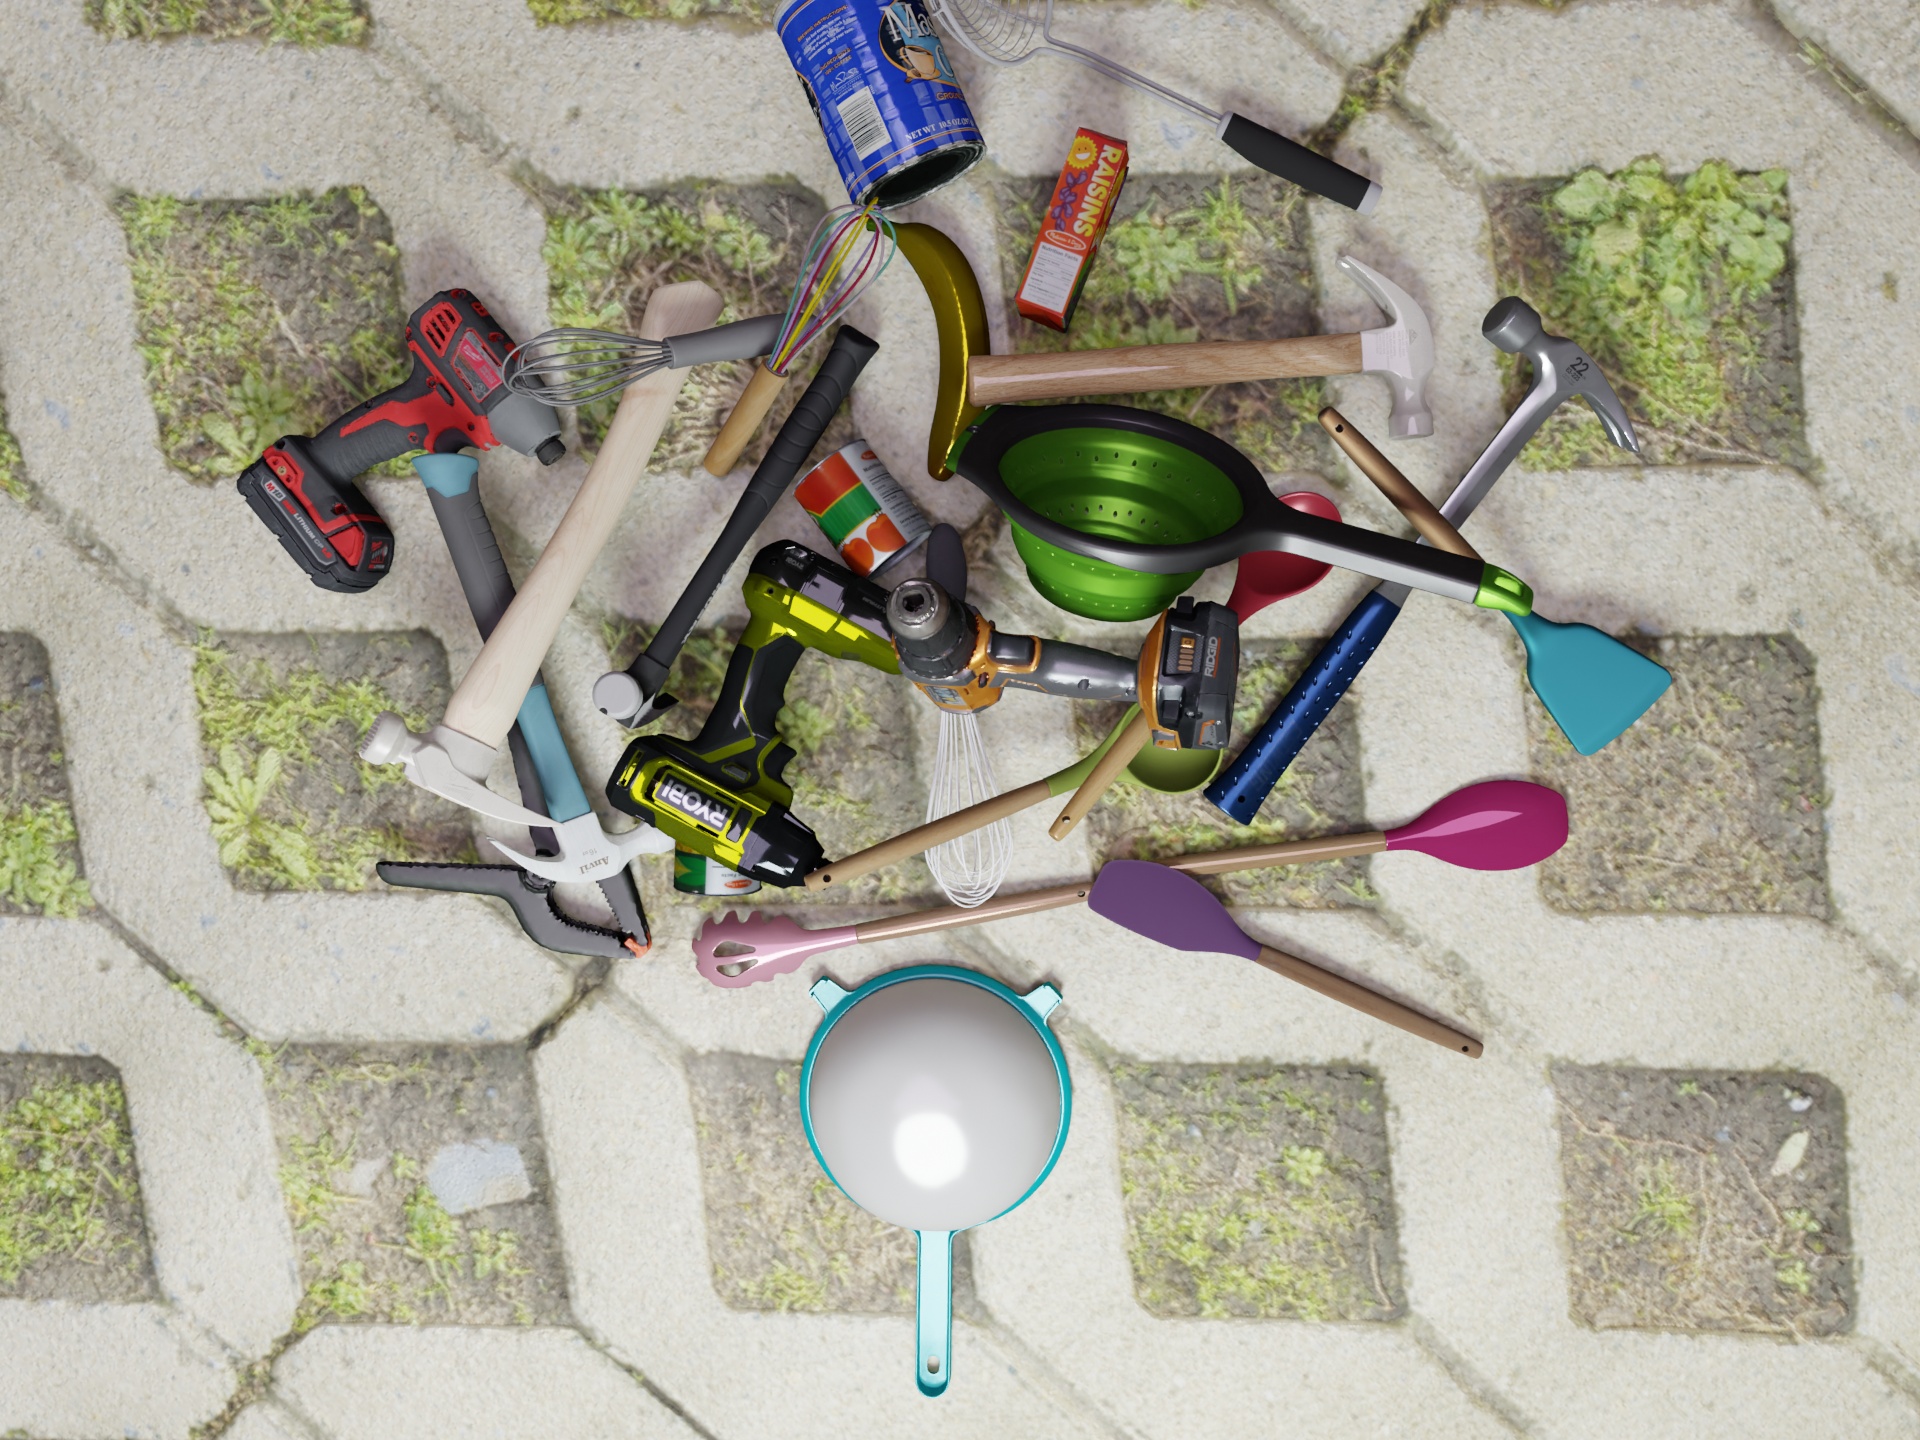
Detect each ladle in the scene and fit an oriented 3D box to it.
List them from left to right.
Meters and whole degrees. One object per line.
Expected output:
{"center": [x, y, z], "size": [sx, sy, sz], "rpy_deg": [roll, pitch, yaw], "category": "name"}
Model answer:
{"center": [0.041, 0.058, 1.127], "size": [0.320, 0.062, 0.078], "rpy_deg": [-21, 94, -15], "category": "ladle"}
{"center": [0.164, -0.037, 1.128], "size": [0.069, 0.031, 0.315], "rpy_deg": [36, 79, 19], "category": "ladle"}

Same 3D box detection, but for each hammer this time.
{"center": [-0.319, -0.036, 1.154], "size": [0.128, 0.033, 0.331], "rpy_deg": [-22, 102, -22], "category": "hammer"}
{"center": [-0.264, -0.126, 1.137], "size": [0.146, 0.038, 0.411], "rpy_deg": [30, 80, -25], "category": "hammer"}
{"center": [-0.156, -0.141, 1.150], "size": [0.035, 0.146, 0.335], "rpy_deg": [32, 86, 0], "category": "hammer"}
{"center": [0.170, -0.255, 1.127], "size": [0.331, 0.031, 0.130], "rpy_deg": [-4, 93, -2], "category": "hammer"}
{"center": [0.317, -0.092, 1.139], "size": [0.144, 0.035, 0.405], "rpy_deg": [33, 101, -17], "category": "hammer"}

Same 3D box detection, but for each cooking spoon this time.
{"center": [0.288, 0.093, 1.179], "size": [0.319, 0.017, 0.068], "rpy_deg": [-8, 98, 5], "category": "cooking spoon"}

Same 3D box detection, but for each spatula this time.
{"center": [0.246, 0.182, 1.186], "size": [0.316, 0.018, 0.059], "rpy_deg": [25, 109, -1], "category": "spatula"}
{"center": [0.359, -0.105, 1.098], "size": [0.317, 0.044, 0.082], "rpy_deg": [40, 104, -16], "category": "spatula"}

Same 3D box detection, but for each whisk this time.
{"center": [-0.204, -0.261, 1.115], "size": [0.239, 0.055, 0.055], "rpy_deg": [-18, 96, -28], "category": "whisk"}
{"center": [-0.118, -0.266, 1.120], "size": [0.051, 0.047, 0.245], "rpy_deg": [15, 131, -32], "category": "whisk"}
{"center": [-0.003, -0.004, 1.174], "size": [0.070, 0.070, 0.284], "rpy_deg": [-5, 91, 5], "category": "whisk"}

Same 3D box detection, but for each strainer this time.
{"center": [-0.023, 0.360, 1.192], "size": [0.211, 0.095, 0.340], "rpy_deg": [1, 95, 4], "category": "strainer"}

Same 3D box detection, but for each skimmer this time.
{"center": [0.137, -0.457, 1.095], "size": [0.363, 0.090, 0.127], "rpy_deg": [26, 66, -1], "category": "skimmer"}

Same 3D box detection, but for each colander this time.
{"center": [0.182, -0.109, 1.092], "size": [0.397, 0.205, 0.094], "rpy_deg": [18, 128, 12], "category": "colander"}

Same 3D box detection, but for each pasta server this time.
{"center": [-0.051, 0.156, 1.209], "size": [0.316, 0.040, 0.060], "rpy_deg": [-11, 95, 1], "category": "pasta server"}

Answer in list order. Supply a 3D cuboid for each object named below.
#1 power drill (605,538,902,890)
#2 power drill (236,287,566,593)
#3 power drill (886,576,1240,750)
{"center": [-0.125, 0.000, 1.139], "size": [0.171, 0.080, 0.223], "rpy_deg": [28, 80, 0], "category": "power drill"}
{"center": [-0.403, -0.198, 1.173], "size": [0.219, 0.078, 0.143], "rpy_deg": [-39, 93, 4], "category": "power drill"}
{"center": [0.065, -0.043, 1.041], "size": [0.226, 0.185, 0.084], "rpy_deg": [7, 78, 12], "category": "power drill"}
